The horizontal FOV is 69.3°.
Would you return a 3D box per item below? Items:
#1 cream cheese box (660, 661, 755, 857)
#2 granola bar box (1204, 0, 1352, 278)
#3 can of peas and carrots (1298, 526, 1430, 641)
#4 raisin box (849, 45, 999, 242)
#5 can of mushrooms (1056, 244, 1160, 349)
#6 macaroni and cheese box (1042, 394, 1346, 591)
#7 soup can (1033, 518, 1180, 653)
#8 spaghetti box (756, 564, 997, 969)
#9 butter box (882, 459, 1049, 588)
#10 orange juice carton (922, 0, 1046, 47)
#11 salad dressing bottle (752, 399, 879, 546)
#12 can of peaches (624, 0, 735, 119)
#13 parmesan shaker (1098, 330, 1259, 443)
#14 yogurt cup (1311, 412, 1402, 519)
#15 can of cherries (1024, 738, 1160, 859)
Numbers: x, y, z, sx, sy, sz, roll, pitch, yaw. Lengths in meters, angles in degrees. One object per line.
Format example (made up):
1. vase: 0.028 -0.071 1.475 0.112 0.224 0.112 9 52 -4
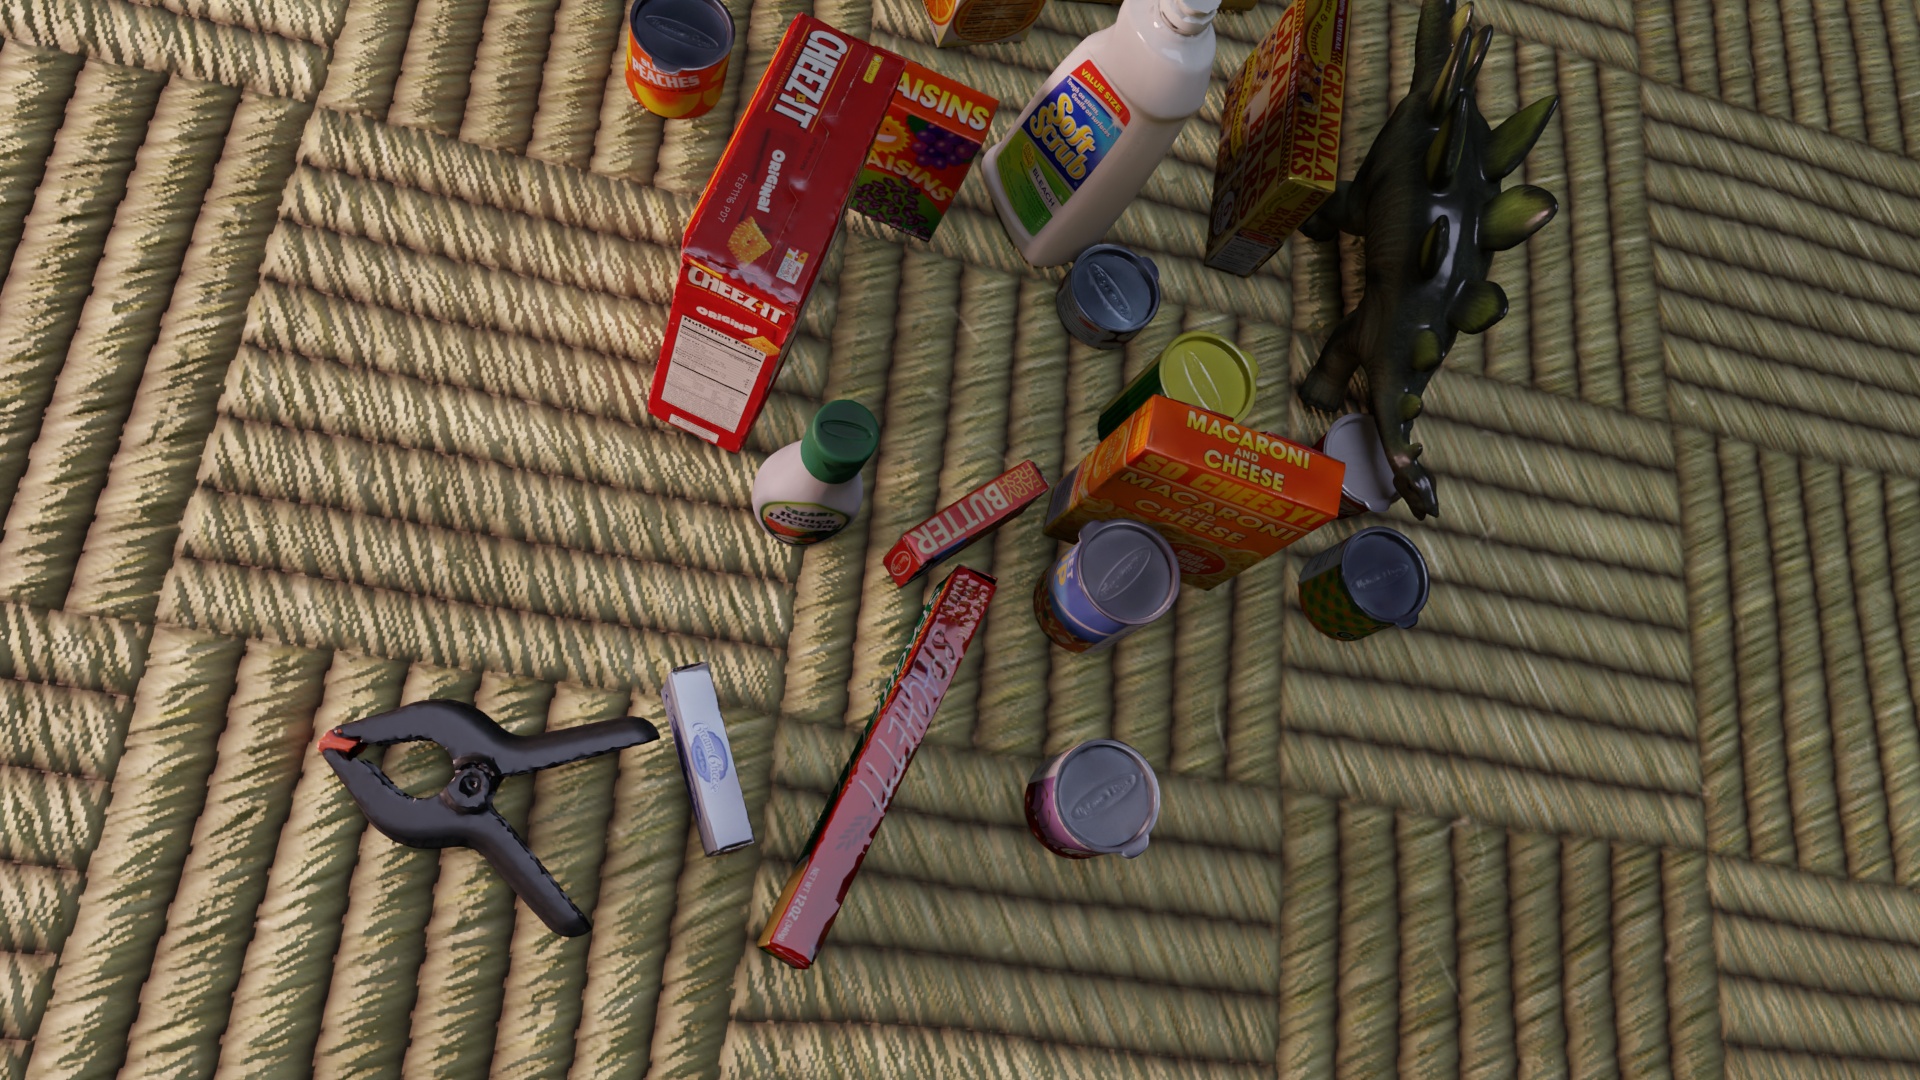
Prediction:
1. cream cheese box: -0.142 0.124 0.776 0.024 0.053 0.104 -13 77 -21
2. granola bar box: 0.226 -0.288 0.987 0.039 0.123 0.166 15 69 -12
3. can of peas and carrots: 0.271 0.032 0.932 0.071 0.058 0.071 5 71 -16
4. raisin box: -0.036 -0.252 0.894 0.086 0.123 0.040 22 68 -10
5. can of mushrooms: 0.103 -0.168 0.959 0.071 0.033 0.071 5 71 -16
6. macaroni and cheese box: 0.137 -0.025 0.850 0.124 0.166 0.040 19 69 -11
7. soup can: 0.087 0.028 0.862 0.071 0.083 0.071 5 72 -16
8. spaghetti box: -0.046 0.126 0.807 0.029 0.050 0.251 30 66 -7
9. butter box: 0.003 -0.011 0.865 0.104 0.053 0.024 -31 84 -24
10. orange juice carton: 0.033 -0.420 0.932 0.073 0.192 0.072 -12 77 -20
11. salad dressing bottle: -0.081 -0.038 0.796 0.064 0.147 0.044 11 70 -14
12. can of peaches: -0.184 -0.316 0.904 0.071 0.058 0.071 5 71 -16
13. parmesan shaker: 0.141 -0.086 0.906 0.071 0.102 0.071 5 72 -16
14. yogurt cup: 0.269 -0.048 0.960 0.072 0.053 0.072 5 71 -16
15. can of cherries: 0.078 0.158 0.831 0.071 0.058 0.071 5 71 -16
